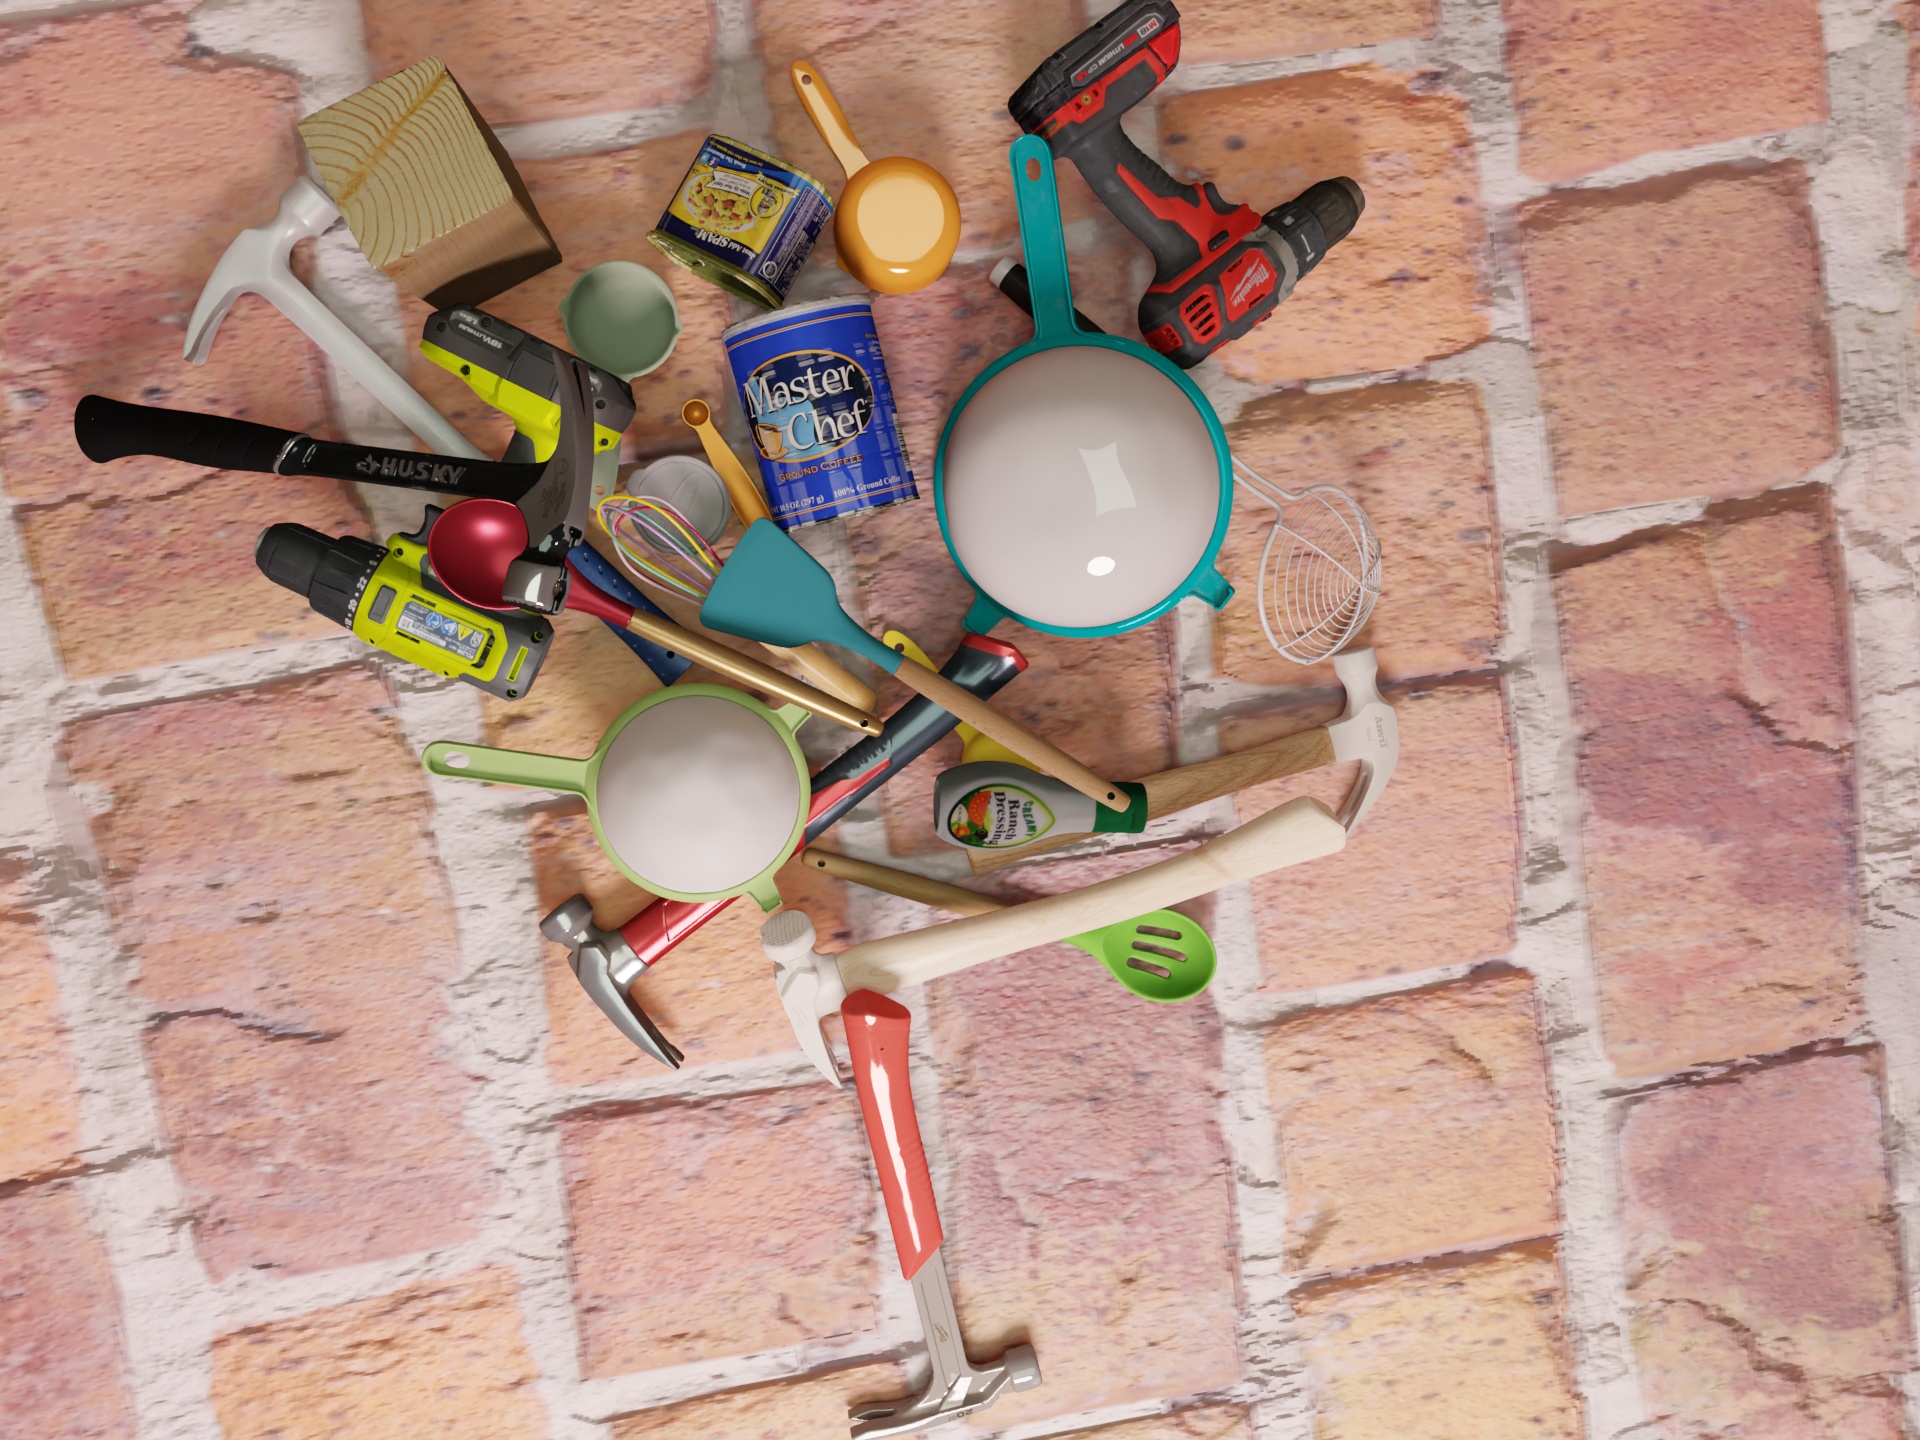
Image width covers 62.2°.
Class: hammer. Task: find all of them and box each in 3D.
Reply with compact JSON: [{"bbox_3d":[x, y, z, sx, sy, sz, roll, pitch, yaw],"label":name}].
[{"bbox_3d":[0.164,0.052,1.167,0.331,0.031,0.130,-17,98,-4],"label":"hammer"},{"bbox_3d":[-0.043,0.357,1.140,0.149,0.037,0.358,-14,111,-6],"label":"hammer"},{"bbox_3d":[0.074,0.144,1.126,0.410,0.038,0.146,-17,123,-2],"label":"hammer"},{"bbox_3d":[-0.395,-0.167,0.977,0.409,0.036,0.149,11,85,23],"label":"hammer"},{"bbox_3d":[-0.339,-0.171,1.082,0.405,0.035,0.144,44,90,-9],"label":"hammer"},{"bbox_3d":[-0.102,0.080,1.121,0.386,0.038,0.143,-38,95,2],"label":"hammer"}]

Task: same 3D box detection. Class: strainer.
[{"bbox_3d":[0.063,-0.213,1.053,0.211,0.095,0.340,-6,103,16],"label":"strainer"},{"bbox_3d":[-0.225,0.045,1.041,0.256,0.069,0.151,9,96,-9],"label":"strainer"}]

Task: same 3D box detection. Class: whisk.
[{"bbox_3d":[-0.145,-0.075,1.074,0.047,0.051,0.244,-41,123,17],"label":"whisk"}]

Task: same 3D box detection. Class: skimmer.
[{"bbox_3d":[0.156,-0.190,1.136,0.363,0.090,0.127,41,68,2],"label":"skimmer"}]

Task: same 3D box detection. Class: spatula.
[{"bbox_3d":[-0.020,-0.022,1.072,0.317,0.044,0.082,31,93,-5],"label":"spatula"}]

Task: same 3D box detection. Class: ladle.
[{"bbox_3d":[-0.188,-0.056,1.024,0.315,0.031,0.069,25,96,-19],"label":"ladle"}]

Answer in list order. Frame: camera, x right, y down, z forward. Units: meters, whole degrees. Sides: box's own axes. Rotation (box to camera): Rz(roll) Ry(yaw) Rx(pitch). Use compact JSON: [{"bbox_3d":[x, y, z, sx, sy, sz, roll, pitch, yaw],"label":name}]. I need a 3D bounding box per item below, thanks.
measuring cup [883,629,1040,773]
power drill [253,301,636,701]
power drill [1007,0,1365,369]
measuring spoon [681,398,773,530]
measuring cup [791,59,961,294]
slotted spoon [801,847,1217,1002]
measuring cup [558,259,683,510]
[{"bbox_3d":[-0.002,-0.004,1.142,0.062,0.029,0.156,-41,100,-1],"label":"measuring cup"},{"bbox_3d":[-0.329,-0.147,1.029,0.190,0.080,0.228,25,96,-10],"label":"power drill"},{"bbox_3d":[0.161,-0.380,1.094,0.188,0.080,0.226,-39,102,-12],"label":"power drill"},{"bbox_3d":[-0.161,-0.172,1.117,0.021,0.011,0.117,-30,102,-3],"label":"measuring spoon"},{"bbox_3d":[-0.065,-0.375,1.081,0.095,0.052,0.173,-33,101,-2],"label":"measuring cup"},{"bbox_3d":[0.036,0.140,1.165,0.313,0.031,0.070,16,97,-6],"label":"slotted spoon"},{"bbox_3d":[-0.236,-0.227,1.087,0.083,0.038,0.167,8,97,-7],"label":"measuring cup"}]
